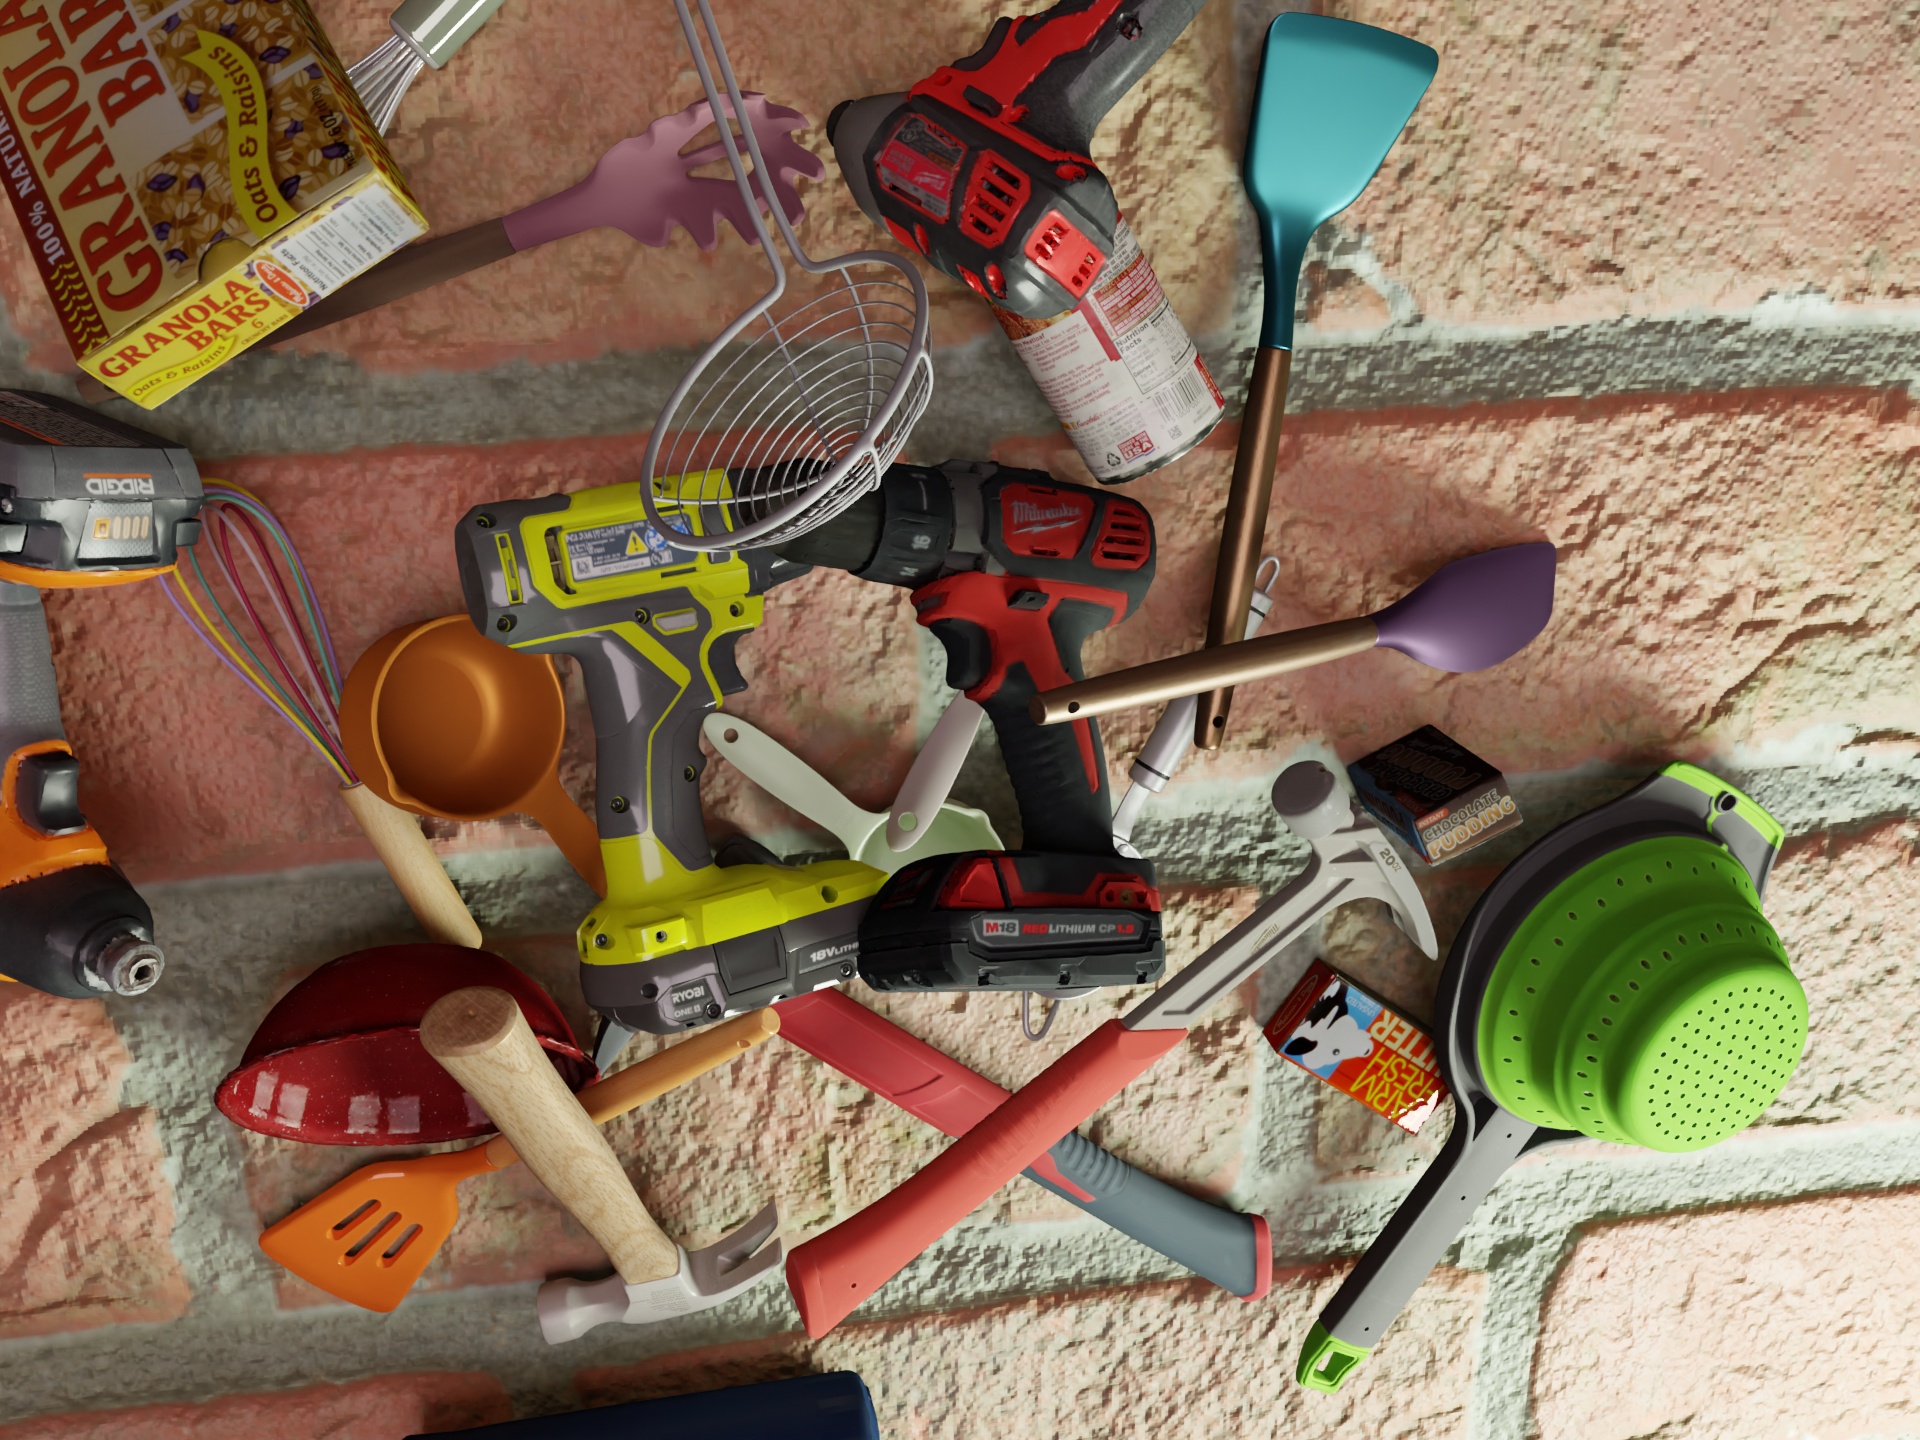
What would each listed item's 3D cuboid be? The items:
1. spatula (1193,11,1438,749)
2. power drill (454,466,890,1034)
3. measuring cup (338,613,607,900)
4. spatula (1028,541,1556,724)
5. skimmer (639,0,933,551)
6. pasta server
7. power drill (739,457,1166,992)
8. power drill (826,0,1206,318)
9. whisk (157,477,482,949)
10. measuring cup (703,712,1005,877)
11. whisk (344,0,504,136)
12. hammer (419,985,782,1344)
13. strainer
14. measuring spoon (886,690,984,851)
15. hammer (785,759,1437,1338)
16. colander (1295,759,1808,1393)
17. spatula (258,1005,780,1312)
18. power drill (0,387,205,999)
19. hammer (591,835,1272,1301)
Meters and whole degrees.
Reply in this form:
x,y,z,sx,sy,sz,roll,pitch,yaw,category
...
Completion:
x,y,z,sx,sy,sz,roll,pitch,yaw,category
0.139,-0.139,0.708,0.082,0.044,0.317,4,101,-20,spatula
-0.106,0.006,0.682,0.171,0.080,0.223,-13,95,-26,power drill
-0.201,0.029,0.705,0.095,0.052,0.173,-53,125,-30,measuring cup
0.163,-0.033,0.712,0.316,0.018,0.059,-12,111,-30,spatula
-0.104,-0.236,0.560,0.127,0.090,0.363,-20,88,29,skimmer
-0.210,-0.186,0.648,0.316,0.040,0.060,-20,129,-1,pasta server
-0.001,-0.002,0.665,0.187,0.080,0.227,5,77,-29,power drill
0.040,-0.277,0.616,0.219,0.143,0.078,-56,146,10,power drill
-0.272,0.005,0.702,0.051,0.047,0.244,-18,115,9,whisk
-0.051,0.046,0.758,0.167,0.038,0.083,36,95,-4,measuring cup
-0.218,-0.258,0.621,0.058,0.059,0.246,45,92,-2,whisk
-0.160,0.202,0.696,0.130,0.031,0.331,-12,144,-3,hammer
0.087,0.034,0.770,0.086,0.050,0.258,26,97,-36,strainer
-0.002,0.005,0.733,0.034,0.018,0.124,27,81,-1,measuring spoon
0.066,0.175,0.767,0.359,0.037,0.149,-39,128,1,hammer
0.309,0.216,0.817,0.204,0.095,0.397,27,101,-28,colander
-0.201,0.200,0.733,0.322,0.041,0.081,-30,121,30,spatula
-0.363,-0.004,0.626,0.164,0.084,0.226,21,107,27,power drill
0.002,0.213,0.815,0.386,0.038,0.143,34,101,-18,hammer
